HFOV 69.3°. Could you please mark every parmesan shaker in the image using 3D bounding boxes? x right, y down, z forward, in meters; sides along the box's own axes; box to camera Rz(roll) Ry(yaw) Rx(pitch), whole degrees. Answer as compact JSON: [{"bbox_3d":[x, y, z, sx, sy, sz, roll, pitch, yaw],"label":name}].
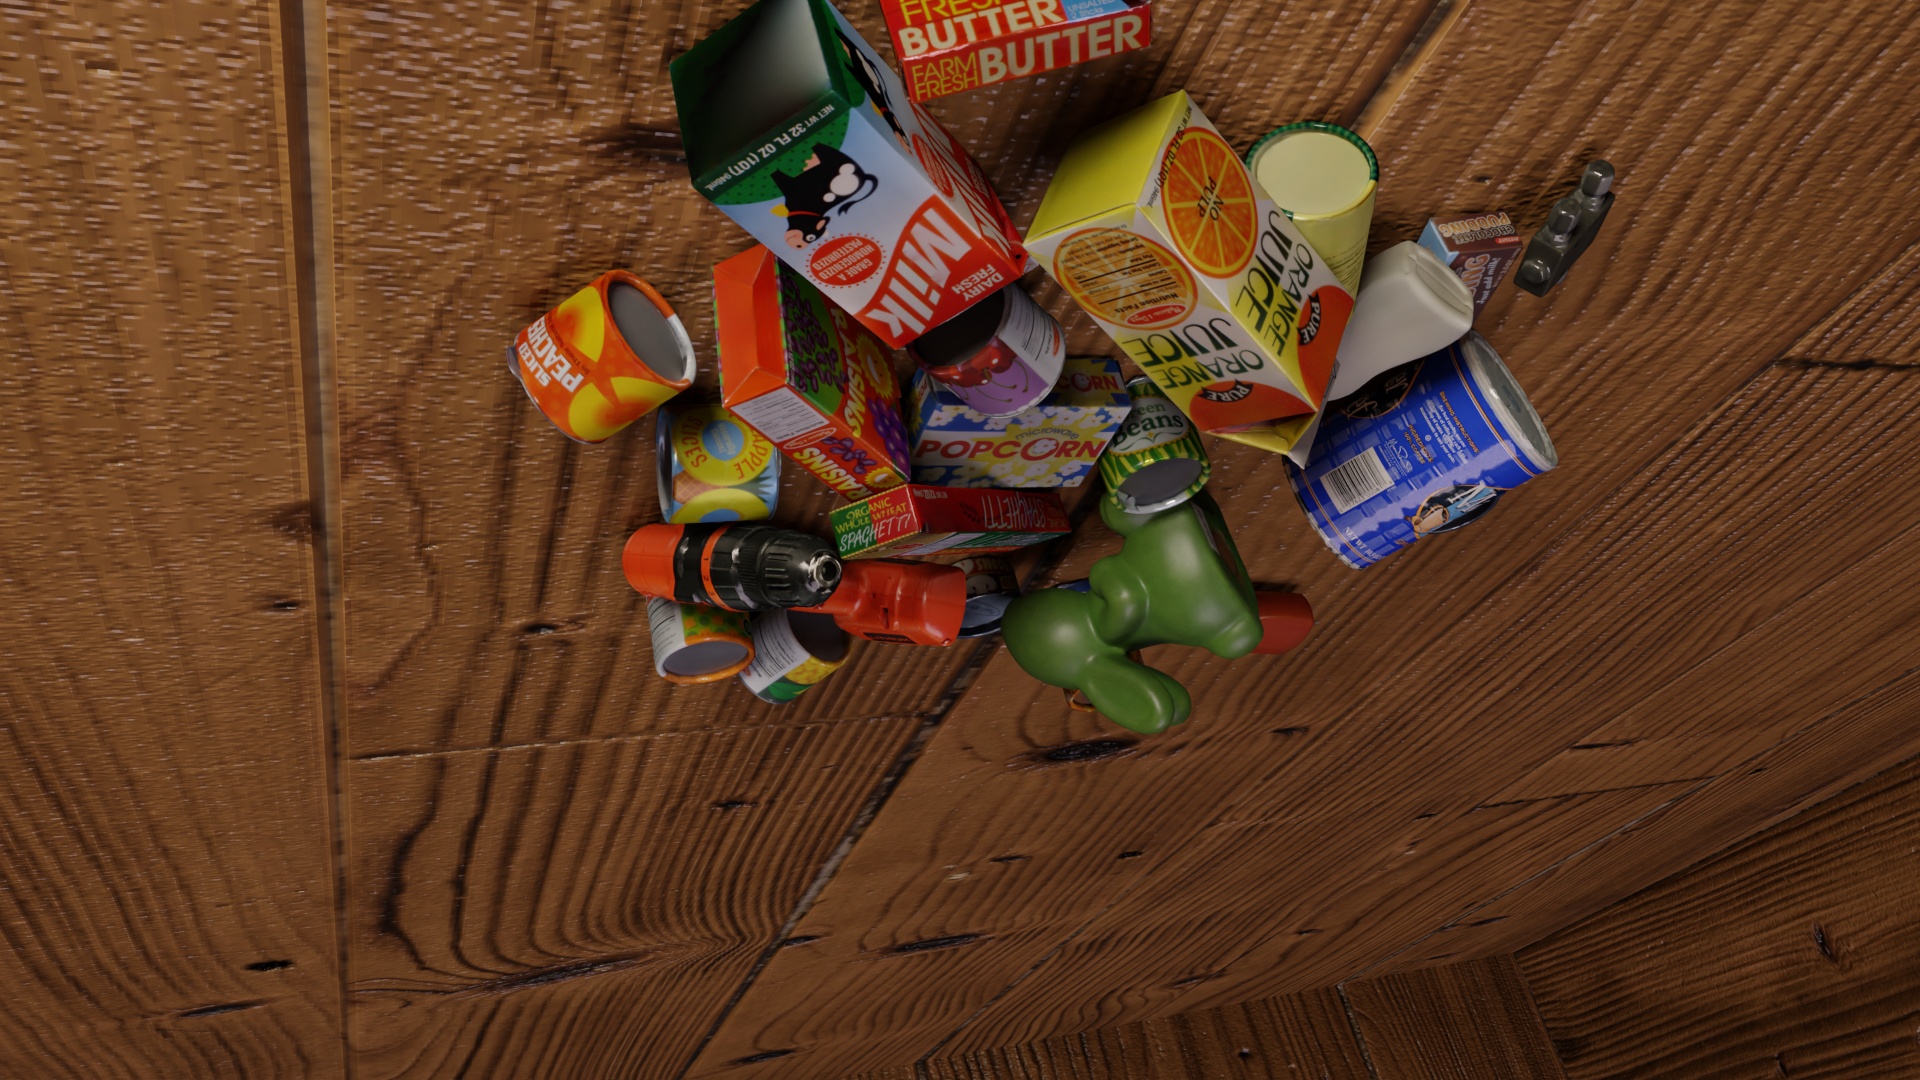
[{"bbox_3d":[0.179,-0.158,0.719,0.071,0.071,0.102,-15,150,-1],"label":"parmesan shaker"}]

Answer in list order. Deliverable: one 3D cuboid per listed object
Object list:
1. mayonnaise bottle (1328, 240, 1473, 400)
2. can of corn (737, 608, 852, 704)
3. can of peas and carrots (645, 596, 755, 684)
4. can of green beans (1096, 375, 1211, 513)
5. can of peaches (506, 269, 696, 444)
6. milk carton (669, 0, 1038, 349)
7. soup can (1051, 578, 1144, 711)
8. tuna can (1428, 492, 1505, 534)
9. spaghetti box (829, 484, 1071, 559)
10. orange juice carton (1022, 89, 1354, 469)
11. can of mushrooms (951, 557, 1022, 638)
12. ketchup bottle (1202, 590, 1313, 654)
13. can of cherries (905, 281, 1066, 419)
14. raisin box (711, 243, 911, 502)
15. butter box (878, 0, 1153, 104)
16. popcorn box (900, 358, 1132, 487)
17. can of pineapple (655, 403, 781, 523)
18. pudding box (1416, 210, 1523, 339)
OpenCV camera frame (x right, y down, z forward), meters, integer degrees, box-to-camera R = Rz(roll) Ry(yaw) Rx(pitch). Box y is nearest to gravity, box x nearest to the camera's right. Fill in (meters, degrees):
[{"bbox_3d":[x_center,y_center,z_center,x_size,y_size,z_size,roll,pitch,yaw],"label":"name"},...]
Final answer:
[{"bbox_3d":[0.221,-0.115,0.812,0.064,0.041,0.147,33,143,-22],"label":"mayonnaise bottle"},{"bbox_3d":[-0.116,0.071,0.971,0.058,0.071,0.071,-35,145,31],"label":"can of corn"},{"bbox_3d":[-0.170,0.056,0.923,0.071,0.059,0.070,-11,151,-6],"label":"can of peas and carrots"},{"bbox_3d":[0.117,-0.058,0.867,0.071,0.058,0.071,-12,150,-7],"label":"can of green beans"},{"bbox_3d":[-0.171,-0.089,0.667,0.058,0.071,0.071,-28,148,20],"label":"can of peaches"},{"bbox_3d":[-0.036,-0.151,0.618,0.072,0.074,0.190,-27,149,19],"label":"milk carton"},{"bbox_3d":[0.101,0.080,1.070,0.071,0.084,0.071,-11,150,-6],"label":"soup can"},{"bbox_3d":[0.372,-0.037,1.051,0.071,0.033,0.070,-12,151,-7],"label":"tuna can"},{"bbox_3d":[0.003,-0.010,0.829,0.050,0.028,0.250,-18,174,22],"label":"spaghetti box"},{"bbox_3d":[0.125,-0.116,0.672,0.073,0.072,0.192,-8,141,48],"label":"orange juice carton"},{"bbox_3d":[0.013,0.041,1.012,0.071,0.033,0.070,-11,150,-6],"label":"can of mushrooms"},{"bbox_3d":[0.218,0.066,1.142,0.149,0.044,0.064,5,144,-32],"label":"ketchup bottle"},{"bbox_3d":[0.011,-0.104,0.729,0.071,0.072,0.058,-28,148,21],"label":"can of cherries"},{"bbox_3d":[-0.073,-0.083,0.704,0.040,0.086,0.123,-20,151,19],"label":"raisin box"},{"bbox_3d":[0.021,-0.213,0.561,0.103,0.053,0.024,-14,148,-2],"label":"butter box"},{"bbox_3d":[0.027,-0.069,0.824,0.127,0.038,0.084,-2,148,-23],"label":"popcorn box"},{"bbox_3d":[-0.134,-0.043,0.763,0.058,0.071,0.070,-3,148,-20],"label":"can of pineapple"},{"bbox_3d":[0.285,-0.153,0.813,0.050,0.030,0.083,-7,149,-13],"label":"pudding box"}]
